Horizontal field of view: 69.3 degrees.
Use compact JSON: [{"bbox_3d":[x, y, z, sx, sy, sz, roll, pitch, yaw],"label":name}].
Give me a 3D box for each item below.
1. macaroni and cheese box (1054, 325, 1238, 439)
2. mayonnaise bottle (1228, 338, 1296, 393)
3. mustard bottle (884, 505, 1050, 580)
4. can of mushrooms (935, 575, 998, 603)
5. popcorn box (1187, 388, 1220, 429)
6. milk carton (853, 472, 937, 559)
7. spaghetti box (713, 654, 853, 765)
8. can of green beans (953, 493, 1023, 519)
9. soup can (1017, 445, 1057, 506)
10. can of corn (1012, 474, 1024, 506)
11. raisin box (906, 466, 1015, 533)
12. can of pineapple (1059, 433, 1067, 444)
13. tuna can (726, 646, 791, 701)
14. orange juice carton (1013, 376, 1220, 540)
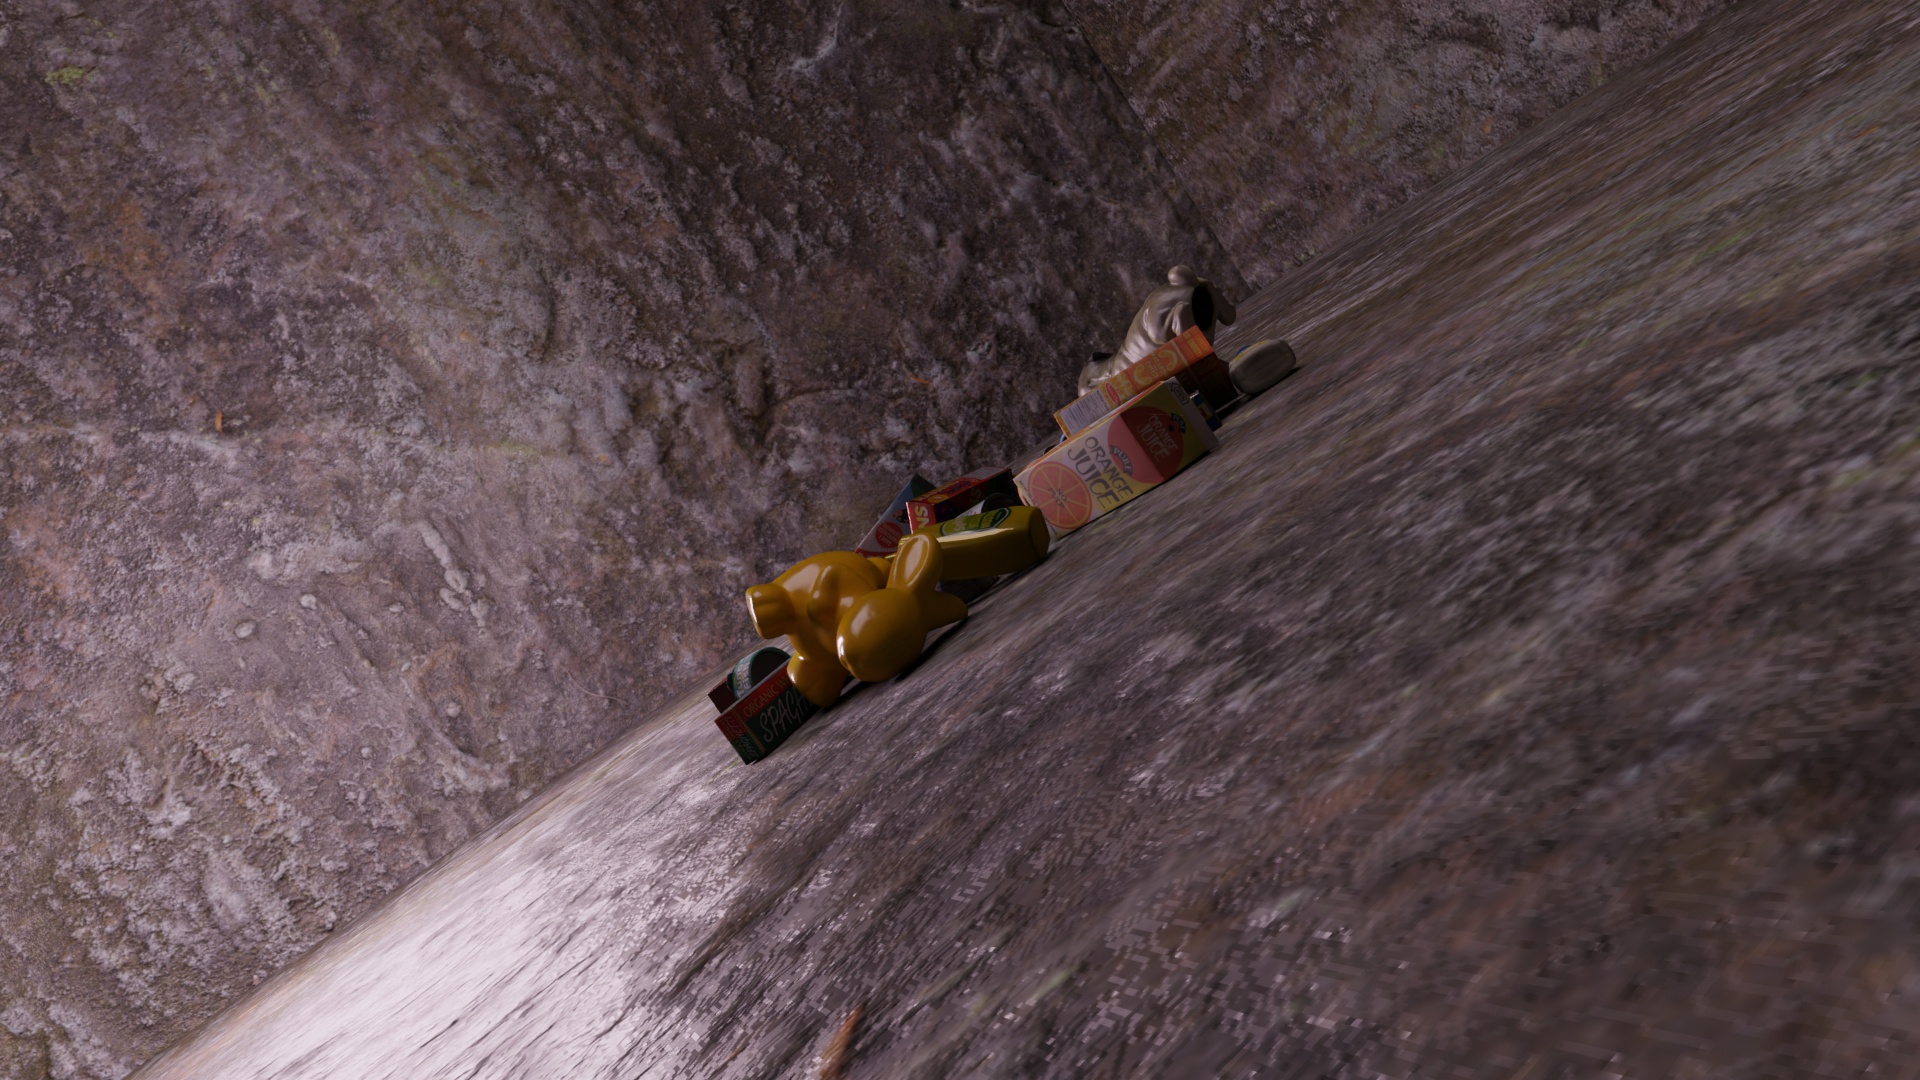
[{"bbox_3d":[0.192,-0.139,1.420,0.166,0.040,0.123,-32,-26,11],"label":"macaroni and cheese box"},{"bbox_3d":[0.304,-0.180,1.421,0.064,0.041,0.148,-32,4,10],"label":"mayonnaise bottle"},{"bbox_3d":[-0.003,0.007,1.231,0.160,0.048,0.065,-10,21,20],"label":"mustard bottle"},{"bbox_3d":[0.001,0.037,1.293,0.071,0.033,0.071,-34,3,2],"label":"can of mushrooms"},{"bbox_3d":[0.191,-0.098,1.361,0.126,0.038,0.085,-33,2,12],"label":"popcorn box"},{"bbox_3d":[-0.081,0.024,1.595,0.191,0.073,0.072,-53,-4,-15],"label":"milk carton"},{"bbox_3d":[-0.133,0.121,1.245,0.028,0.050,0.251,-34,3,31],"label":"spaghetti box"},{"bbox_3d":[0.029,-0.005,1.345,0.057,0.071,0.071,-31,4,46],"label":"can of green beans"},{"bbox_3d":[0.097,-0.060,1.431,0.071,0.071,0.083,-34,3,-8],"label":"soup can"},{"bbox_3d":[0.049,-0.033,1.508,0.058,0.071,0.071,-31,4,33],"label":"can of corn"},{"bbox_3d":[0.005,-0.018,1.408,0.040,0.085,0.124,7,24,40],"label":"raisin box"},{"bbox_3d":[0.161,-0.114,1.653,0.058,0.071,0.070,-36,4,-36],"label":"can of pineapple"},{"bbox_3d":[-0.194,0.140,1.379,0.032,0.071,0.071,-31,5,41],"label":"tuna can"},{"bbox_3d":[0.143,-0.076,1.229,0.192,0.072,0.073,-31,5,47],"label":"orange juice carton"}]
